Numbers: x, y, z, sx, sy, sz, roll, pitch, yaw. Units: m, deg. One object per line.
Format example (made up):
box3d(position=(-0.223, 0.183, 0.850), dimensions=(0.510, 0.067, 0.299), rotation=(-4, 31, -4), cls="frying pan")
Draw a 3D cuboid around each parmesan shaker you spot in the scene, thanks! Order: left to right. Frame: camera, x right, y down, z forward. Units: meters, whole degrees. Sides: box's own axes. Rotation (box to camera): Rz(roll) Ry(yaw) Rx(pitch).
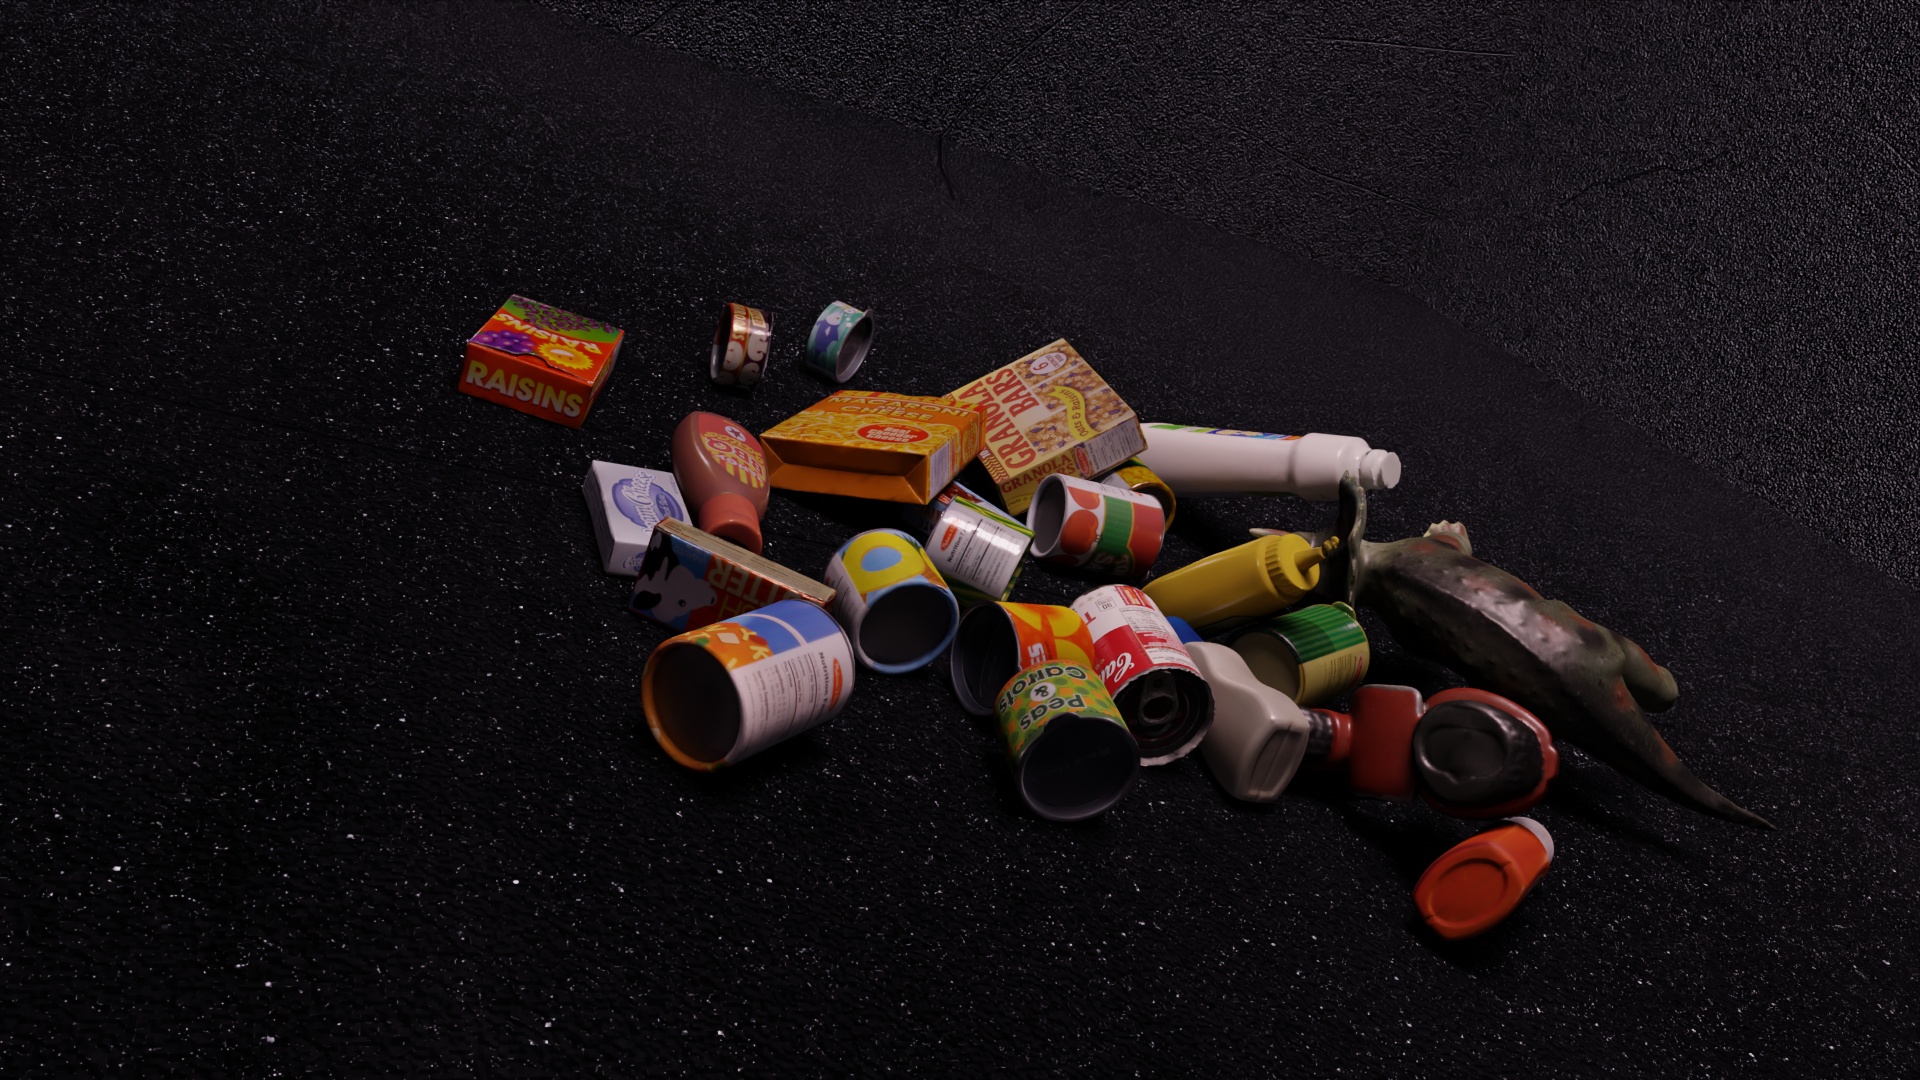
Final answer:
box3d(position=(0.227, 0.080, 0.943), dimensions=(0.071, 0.071, 0.103), rotation=(36, 26, 31), cls="parmesan shaker")

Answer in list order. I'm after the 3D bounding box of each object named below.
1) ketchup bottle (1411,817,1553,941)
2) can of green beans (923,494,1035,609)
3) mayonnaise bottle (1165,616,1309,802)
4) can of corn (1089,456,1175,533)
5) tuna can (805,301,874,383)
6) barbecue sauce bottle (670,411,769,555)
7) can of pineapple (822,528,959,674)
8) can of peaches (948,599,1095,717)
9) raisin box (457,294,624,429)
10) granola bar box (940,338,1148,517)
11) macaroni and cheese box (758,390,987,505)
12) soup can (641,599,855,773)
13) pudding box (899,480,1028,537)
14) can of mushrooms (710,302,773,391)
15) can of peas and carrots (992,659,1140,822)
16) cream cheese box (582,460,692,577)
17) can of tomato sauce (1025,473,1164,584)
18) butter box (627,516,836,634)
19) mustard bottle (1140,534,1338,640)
box3d(position=(0.306, 0.186, 0.794), dimensions=(0.149, 0.064, 0.043), rotation=(2, 49, -57), cls="ketchup bottle")
box3d(position=(0.009, 0.011, 0.904), dimensions=(0.058, 0.071, 0.071), rotation=(26, 22, 6), cls="can of green beans")
box3d(position=(0.158, 0.096, 0.858), dimensions=(0.041, 0.064, 0.148), rotation=(11, 21, -23), cls="mayonnaise bottle")
box3d(position=(0.133, -0.032, 1.118), dimensions=(0.071, 0.071, 0.058), rotation=(9, 26, -31), cls="can of corn")
box3d(position=(-0.105, -0.177, 1.220), dimensions=(0.033, 0.070, 0.071), rotation=(26, 22, 12), cls="tuna can")
box3d(position=(-0.149, -0.030, 0.877), dimensions=(0.065, 0.043, 0.149), rotation=(29, 18, -25), cls="barbecue sauce bottle")
box3d(position=(-0.039, 0.035, 0.803), dimensions=(0.071, 0.070, 0.058), rotation=(9, 26, -29), cls="can of pineapple")
box3d(position=(0.036, 0.070, 0.796), dimensions=(0.058, 0.071, 0.071), rotation=(6, 27, -36), cls="can of peaches")
box3d(position=(-0.292, -0.128, 0.976), dimensions=(0.086, 0.040, 0.124), rotation=(19, 23, -11), cls="raisin box")
box3d(position=(0.064, -0.096, 1.146), dimensions=(0.124, 0.039, 0.166), rotation=(-26, 33, -3), cls="granola bar box")
box3d(position=(-0.059, -0.073, 1.020), dimensions=(0.124, 0.040, 0.167), rotation=(7, 19, 13), cls="macaroni and cheese box")
box3d(position=(-0.104, 0.068, 0.670), dimensions=(0.071, 0.071, 0.084), rotation=(32, 24, 23), cls="soup can")
box3d(position=(0.004, -0.013, 1.001), dimensions=(0.084, 0.030, 0.050), rotation=(33, 25, 25), cls="pudding box")
box3d(position=(-0.175, -0.156, 1.109), dimensions=(0.033, 0.070, 0.071), rotation=(11, 24, -22), cls="can of mushrooms")
box3d(position=(0.054, 0.103, 0.731), dimensions=(0.071, 0.070, 0.059), rotation=(14, 22, -19), cls="can of peas and carrots")
box3d(position=(-0.190, -0.011, 0.825), dimensions=(0.053, 0.024, 0.104), rotation=(9, 25, -27), cls="cream cheese box")
box3d(position=(0.100, -0.008, 1.038), dimensions=(0.083, 0.071, 0.071), rotation=(12, 24, -23), cls="can of tomato sauce")
box3d(position=(-0.123, 0.032, 0.750), dimensions=(0.103, 0.053, 0.024), rotation=(24, 19, 2), cls="butter box")
box3d(position=(0.187, 0.030, 0.923), dimensions=(0.065, 0.159, 0.049), rotation=(-2, 72, -38), cls="mustard bottle")
